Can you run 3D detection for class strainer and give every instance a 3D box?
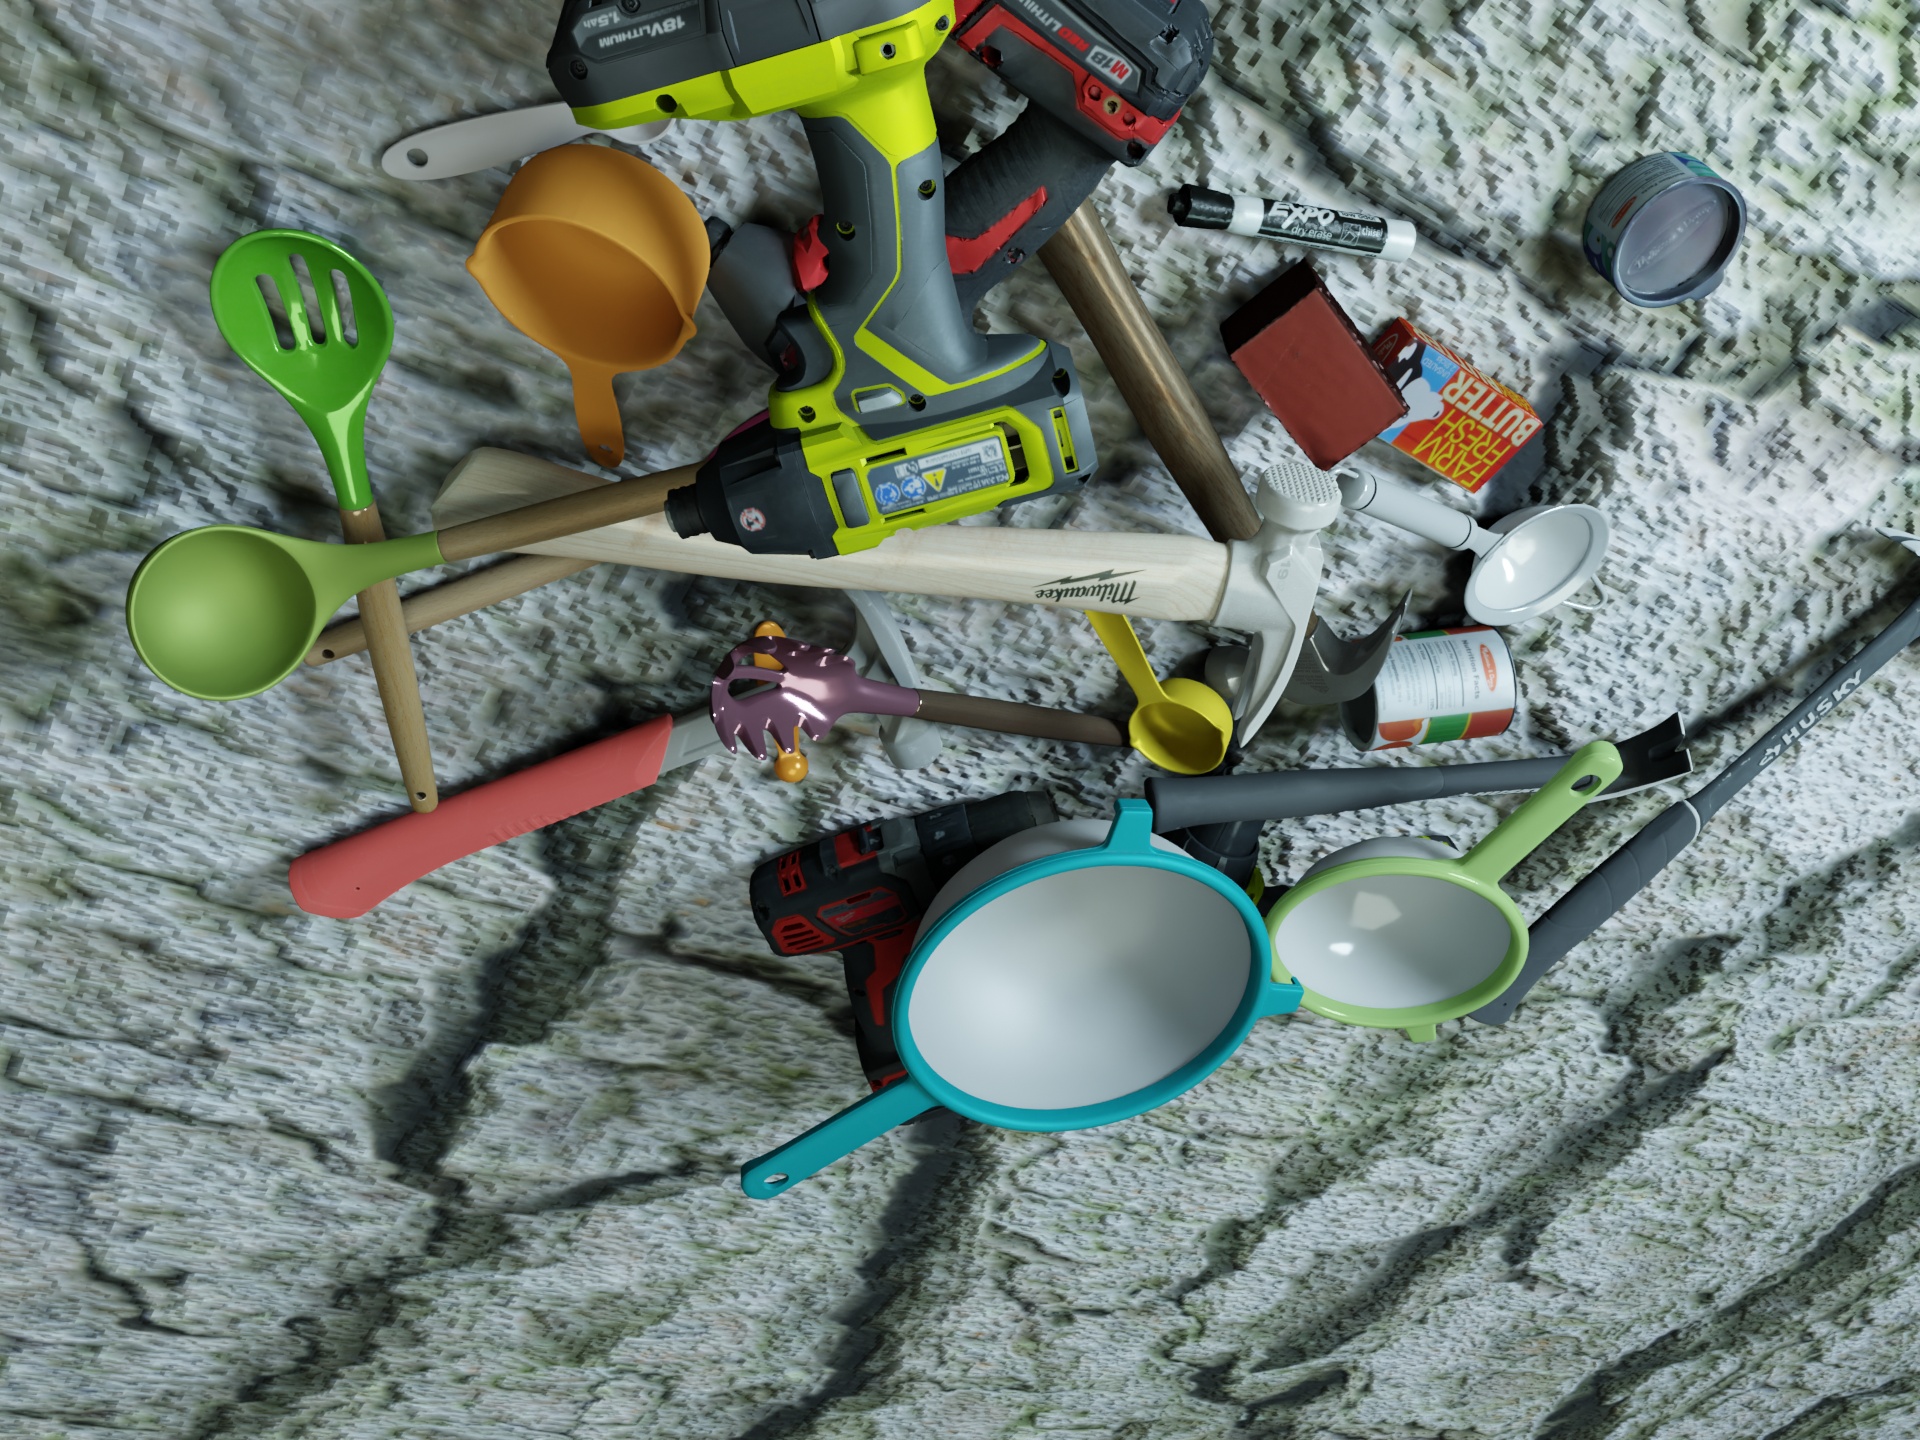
[{"bbox_3d":[0.009,0.162,0.912,0.340,0.095,0.210,-33,125,14],"label":"strainer"},{"bbox_3d":[0.276,0.079,0.907,0.151,0.069,0.256,24,131,-13],"label":"strainer"},{"bbox_3d":[0.263,-0.099,0.827,0.258,0.050,0.087,10,130,-43],"label":"strainer"}]

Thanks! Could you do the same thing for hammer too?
[{"bbox_3d":[-0.038,-0.070,0.754,0.410,0.038,0.146,5,128,-3],"label":"hammer"},{"bbox_3d":[0.470,0.048,0.998,0.409,0.036,0.149,-45,128,10],"label":"hammer"},{"bbox_3d":[0.261,0.037,0.923,0.334,0.035,0.146,-3,167,-18],"label":"hammer"},{"bbox_3d":[-0.198,0.022,0.849,0.359,0.037,0.149,-20,129,6],"label":"hammer"},{"bbox_3d":[0.121,-0.123,0.780,0.130,0.031,0.331,0,140,41],"label":"hammer"}]

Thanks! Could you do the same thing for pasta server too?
[{"bbox_3d":[-0.001,-0.003,0.832,0.316,0.040,0.060,8,112,-41],"label":"pasta server"}]

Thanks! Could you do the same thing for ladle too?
[{"bbox_3d":[-0.201,-0.078,0.690,0.320,0.062,0.078,-14,118,2],"label":"ladle"}]

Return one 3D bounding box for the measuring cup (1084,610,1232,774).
[{"bbox_3d":[0.102,-0.036,0.881,0.062,0.029,0.156,-10,124,39],"label":"measuring cup"}]

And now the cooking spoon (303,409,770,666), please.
[{"bbox_3d":[-0.174,-0.085,0.774,0.319,0.017,0.068,-20,129,4],"label":"cooking spoon"}]

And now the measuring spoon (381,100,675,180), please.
[{"bbox_3d":[-0.173,-0.240,0.639,0.124,0.018,0.034,-12,135,6],"label":"measuring spoon"}]

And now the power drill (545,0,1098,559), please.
[{"bbox_3d":[-0.055,-0.167,0.583,0.171,0.080,0.223,-14,125,6],"label":"power drill"}]

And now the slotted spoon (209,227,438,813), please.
[{"bbox_3d":[-0.276,-0.078,0.733,0.070,0.031,0.313,-5,128,-8],"label":"slotted spoon"}]

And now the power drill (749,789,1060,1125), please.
[{"bbox_3d":[-0.009,0.141,0.991,0.188,0.080,0.226,-19,131,3],"label":"power drill"}]

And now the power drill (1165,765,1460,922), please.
[{"bbox_3d":[0.220,0.119,1.028,0.228,0.080,0.190,8,124,-18],"label":"power drill"}]

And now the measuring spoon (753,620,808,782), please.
[{"bbox_3d":[-0.098,-0.007,0.871,0.021,0.011,0.116,-9,133,-6],"label":"measuring spoon"}]

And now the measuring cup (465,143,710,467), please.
[{"bbox_3d":[-0.151,-0.174,0.684,0.095,0.052,0.173,15,156,-1],"label":"measuring cup"}]

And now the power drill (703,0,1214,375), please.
[{"bbox_3d":[-0.011,-0.219,0.644,0.143,0.079,0.219,34,125,-9],"label":"power drill"}]
